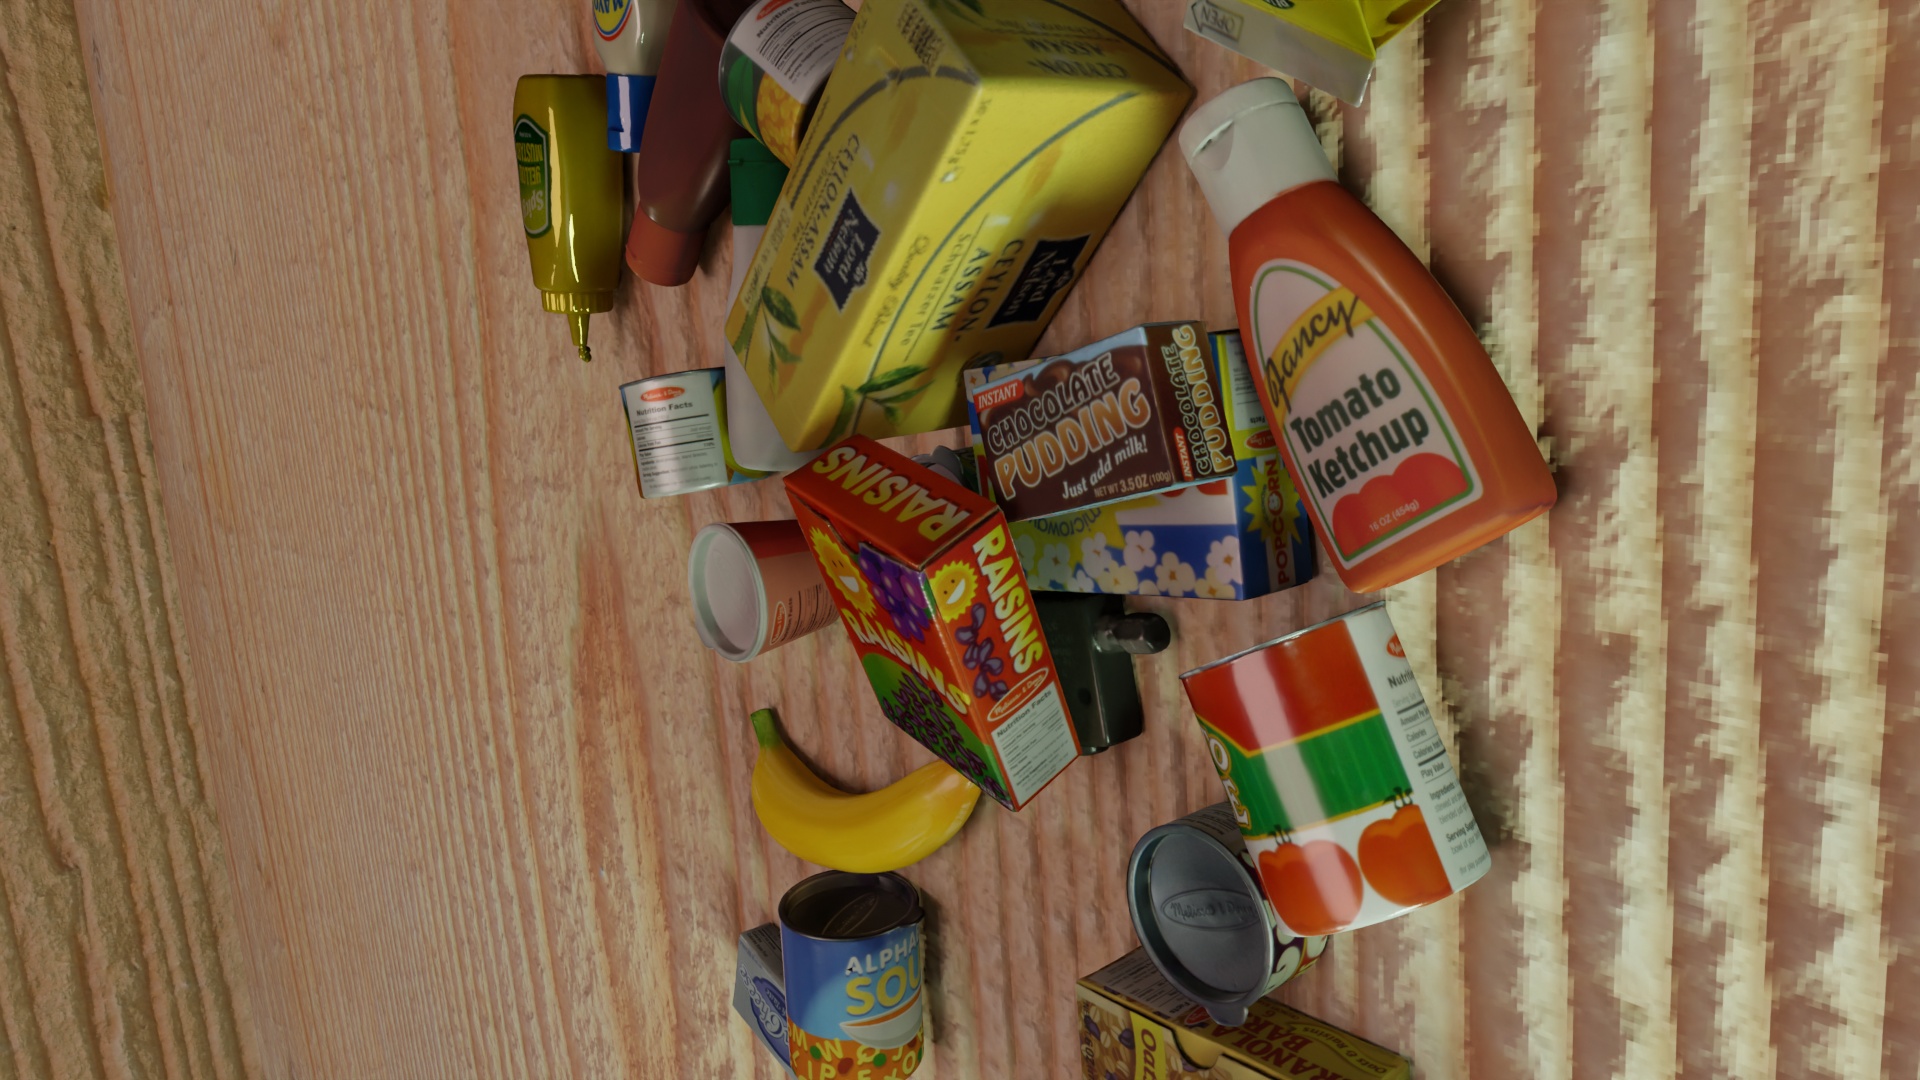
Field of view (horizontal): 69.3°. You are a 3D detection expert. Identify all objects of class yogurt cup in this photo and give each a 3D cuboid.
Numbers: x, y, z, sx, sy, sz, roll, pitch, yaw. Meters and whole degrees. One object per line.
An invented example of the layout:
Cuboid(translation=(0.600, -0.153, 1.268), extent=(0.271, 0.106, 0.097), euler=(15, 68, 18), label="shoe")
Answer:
Cuboid(translation=(-0.092, 0.020, 0.672), extent=(0.072, 0.054, 0.072), euler=(18, 114, 48), label="yogurt cup")

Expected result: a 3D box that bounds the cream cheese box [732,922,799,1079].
Cuboid(translation=(-0.088, 0.261, 0.758), extent=(0.104, 0.024, 0.053), euler=(32, 124, 43), label="cream cheese box")

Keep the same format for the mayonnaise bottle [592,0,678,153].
Cuboid(translation=(-0.158, -0.268, 0.685), extent=(0.065, 0.041, 0.147), euler=(22, 116, 45), label="mayonnaise bottle")

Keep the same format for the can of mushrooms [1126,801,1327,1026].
Cuboid(translation=(0.093, 0.129, 0.486), extent=(0.071, 0.033, 0.070), euler=(17, 112, 48), label="can of mushrooms")

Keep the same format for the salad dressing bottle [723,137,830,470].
Cuboid(translation=(-0.084, -0.108, 0.637), extent=(0.064, 0.044, 0.147), euler=(16, 111, 51), label="salad dressing bottle")

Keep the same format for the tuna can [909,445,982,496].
Cuboid(translation=(0.002, -0.007, 0.563), extent=(0.071, 0.033, 0.071), euler=(18, 114, 48), label="tuna can")

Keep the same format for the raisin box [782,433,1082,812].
Cuboid(translation=(-0.010, 0.030, 0.506), extent=(0.086, 0.040, 0.122), euler=(30, 149, 46), label="raisin box")

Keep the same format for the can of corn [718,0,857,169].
Cuboid(translation=(-0.053, -0.179, 0.561), extent=(0.058, 0.071, 0.070), euler=(46, 133, 33), label="can of corn")

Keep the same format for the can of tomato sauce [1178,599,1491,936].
Cuboid(translation=(0.110, 0.069, 0.419), extent=(0.071, 0.071, 0.083), euler=(-31, 76, 51), label="can of tomato sauce")

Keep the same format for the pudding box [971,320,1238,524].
Cuboid(translation=(0.044, -0.036, 0.440), extent=(0.083, 0.030, 0.049), euler=(-12, 89, 52), label="pudding box")

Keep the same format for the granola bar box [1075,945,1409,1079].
Cuboid(translation=(0.101, 0.248, 0.504), extent=(0.124, 0.039, 0.165), euler=(8, 106, 50), label="granola bar box")

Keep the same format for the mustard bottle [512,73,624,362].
Cuboid(translation=(-0.218, -0.178, 0.779), extent=(0.065, 0.049, 0.159), euler=(19, 114, 49), label="mustard bottle")

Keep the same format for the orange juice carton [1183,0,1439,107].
Cuboid(translation=(0.107, -0.211, 0.341), extent=(0.072, 0.073, 0.191), euler=(42, 131, 36), label="orange juice carton")

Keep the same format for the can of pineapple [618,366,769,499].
Cuboid(translation=(-0.132, -0.054, 0.695), extent=(0.071, 0.071, 0.058), euler=(-4, 97, 52), label="can of pineapple")

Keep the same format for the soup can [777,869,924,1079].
Cuboid(translation=(-0.049, 0.210, 0.662), extent=(0.071, 0.071, 0.083), euler=(14, 112, 49), label="soup can")

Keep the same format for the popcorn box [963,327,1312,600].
Cuboid(translation=(0.058, -0.025, 0.482), extent=(0.126, 0.038, 0.085), euler=(0, 100, 52), label="popcorn box")

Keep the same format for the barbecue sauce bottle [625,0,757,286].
Cuboid(translation=(-0.128, -0.188, 0.668), extent=(0.065, 0.044, 0.147), euler=(57, 138, 24), label="barbecue sauce bottle")

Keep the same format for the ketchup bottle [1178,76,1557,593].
Cuboid(translation=(0.110, -0.063, 0.403), extent=(0.064, 0.044, 0.149), euler=(-37, 70, 46), label="ketchup bottle")
